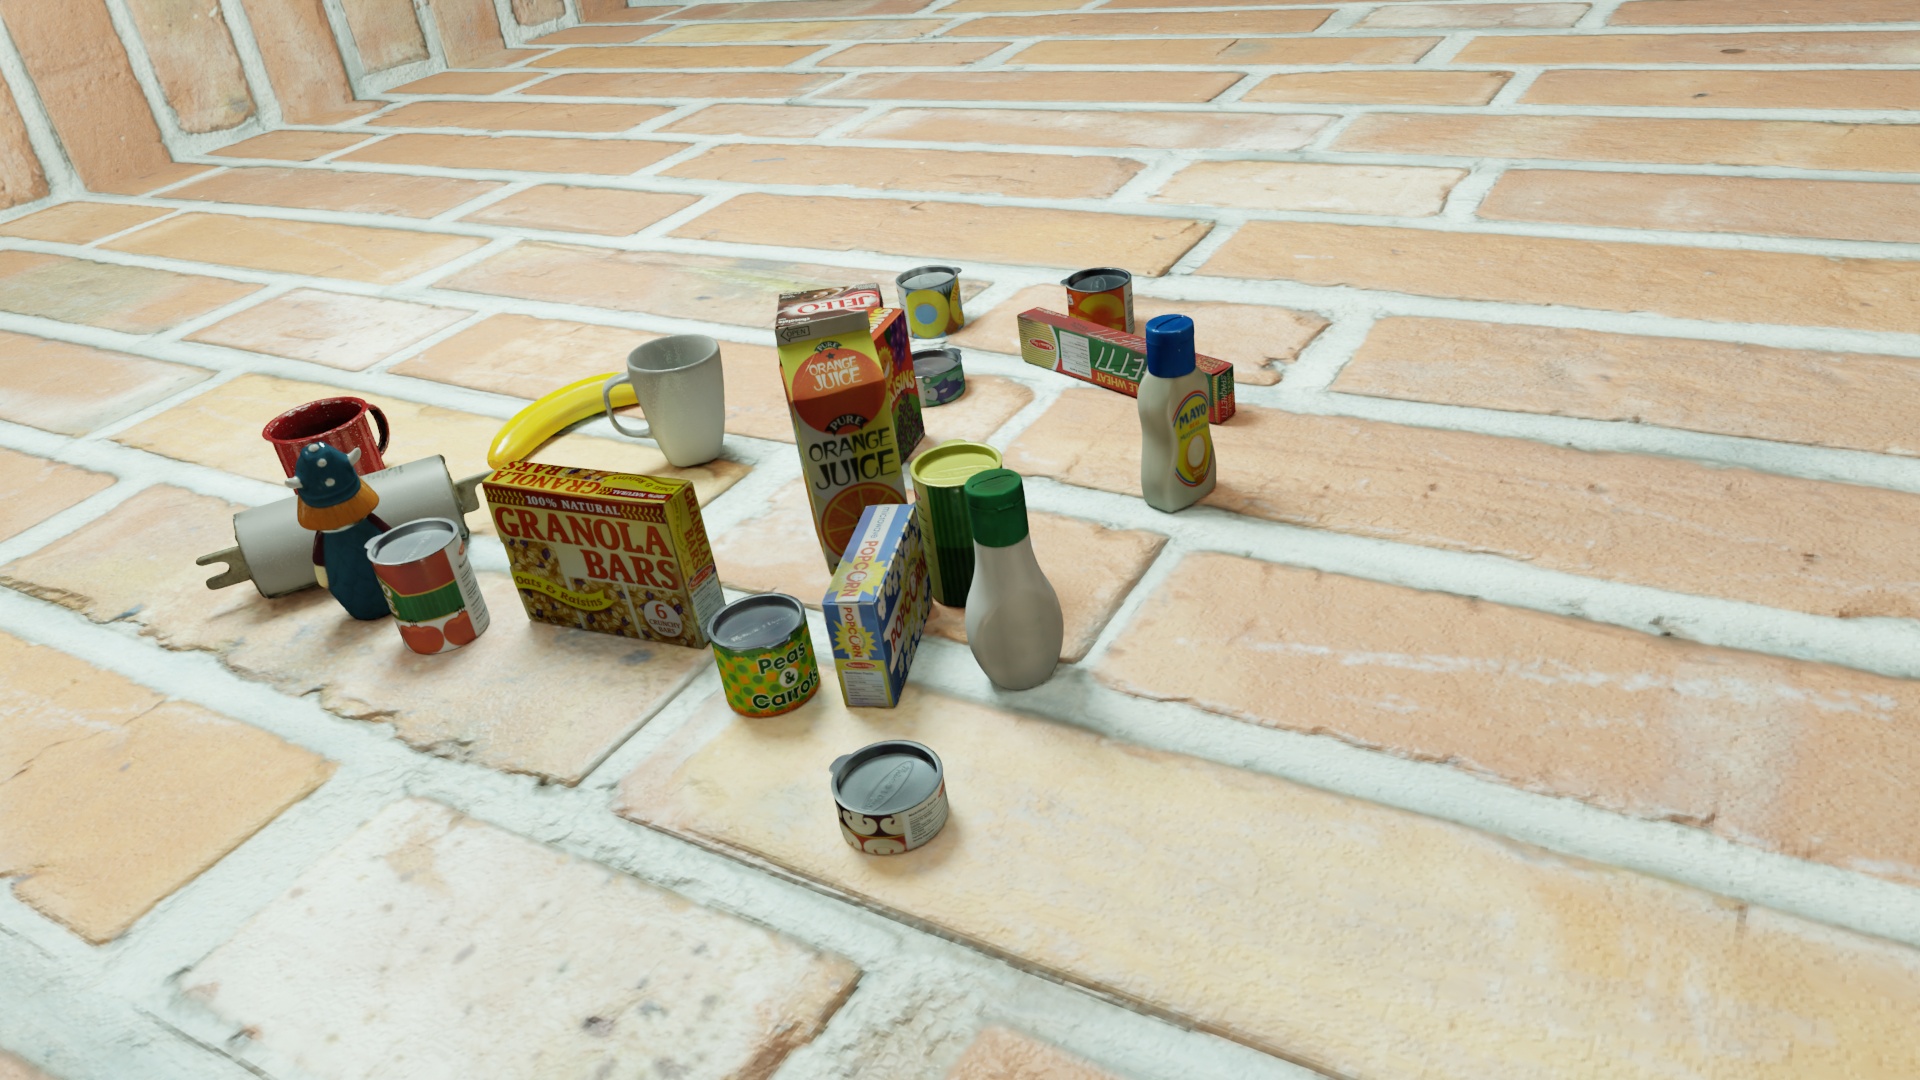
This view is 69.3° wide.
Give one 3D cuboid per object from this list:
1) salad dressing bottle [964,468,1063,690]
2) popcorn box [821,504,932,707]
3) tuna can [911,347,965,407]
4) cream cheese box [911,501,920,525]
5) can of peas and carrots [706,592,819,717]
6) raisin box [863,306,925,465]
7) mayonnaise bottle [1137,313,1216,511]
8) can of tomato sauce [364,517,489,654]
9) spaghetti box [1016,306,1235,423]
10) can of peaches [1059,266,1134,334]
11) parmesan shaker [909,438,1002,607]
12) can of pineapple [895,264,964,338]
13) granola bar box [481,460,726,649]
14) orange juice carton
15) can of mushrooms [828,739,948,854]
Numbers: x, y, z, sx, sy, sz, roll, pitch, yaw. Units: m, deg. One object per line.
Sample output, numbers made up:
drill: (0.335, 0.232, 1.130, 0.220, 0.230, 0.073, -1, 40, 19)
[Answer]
salad dressing bottle: (0.031, 0.026, 0.892, 0.064, 0.147, 0.044, -17, 31, -13)
popcorn box: (-0.054, 0.042, 0.947, 0.038, 0.084, 0.127, -1, 31, 13)
tuna can: (-0.027, -0.156, 1.322, 0.071, 0.032, 0.071, -6, 31, 4)
cream cheese box: (-0.014, -0.012, 1.058, 0.024, 0.053, 0.104, 16, 39, 36)
can of peas and carrots: (-0.130, 0.078, 0.933, 0.071, 0.058, 0.071, -7, 31, 4)
raisin box: (-0.070, -0.128, 1.198, 0.040, 0.122, 0.086, 4, 33, 21)
mayonnaise bottle: (0.164, -0.098, 1.064, 0.065, 0.147, 0.041, -30, 36, -31)
can of tomato sauce: (-0.403, 0.035, 1.051, 0.071, 0.082, 0.071, -7, 31, 4)
spaghetti box: (0.147, -0.163, 1.272, 0.029, 0.050, 0.250, -29, 36, -31)
can of peaches: (0.137, -0.234, 1.384, 0.071, 0.057, 0.071, -7, 31, 4)
parmesan shaker: (0.004, -0.013, 1.006, 0.071, 0.102, 0.071, -7, 31, 4)
can of pineapple: (-0.030, -0.250, 1.455, 0.071, 0.057, 0.071, -7, 31, 4)
granola bar box: (-0.260, 0.010, 1.017, 0.165, 0.123, 0.039, 7, 34, 24)
orange juice carton: (-0.088, -0.079, 1.053, 0.072, 0.191, 0.073, -14, 31, -8)
can of mushrooms: (-0.043, 0.150, 0.816, 0.071, 0.033, 0.071, -6, 31, 4)
